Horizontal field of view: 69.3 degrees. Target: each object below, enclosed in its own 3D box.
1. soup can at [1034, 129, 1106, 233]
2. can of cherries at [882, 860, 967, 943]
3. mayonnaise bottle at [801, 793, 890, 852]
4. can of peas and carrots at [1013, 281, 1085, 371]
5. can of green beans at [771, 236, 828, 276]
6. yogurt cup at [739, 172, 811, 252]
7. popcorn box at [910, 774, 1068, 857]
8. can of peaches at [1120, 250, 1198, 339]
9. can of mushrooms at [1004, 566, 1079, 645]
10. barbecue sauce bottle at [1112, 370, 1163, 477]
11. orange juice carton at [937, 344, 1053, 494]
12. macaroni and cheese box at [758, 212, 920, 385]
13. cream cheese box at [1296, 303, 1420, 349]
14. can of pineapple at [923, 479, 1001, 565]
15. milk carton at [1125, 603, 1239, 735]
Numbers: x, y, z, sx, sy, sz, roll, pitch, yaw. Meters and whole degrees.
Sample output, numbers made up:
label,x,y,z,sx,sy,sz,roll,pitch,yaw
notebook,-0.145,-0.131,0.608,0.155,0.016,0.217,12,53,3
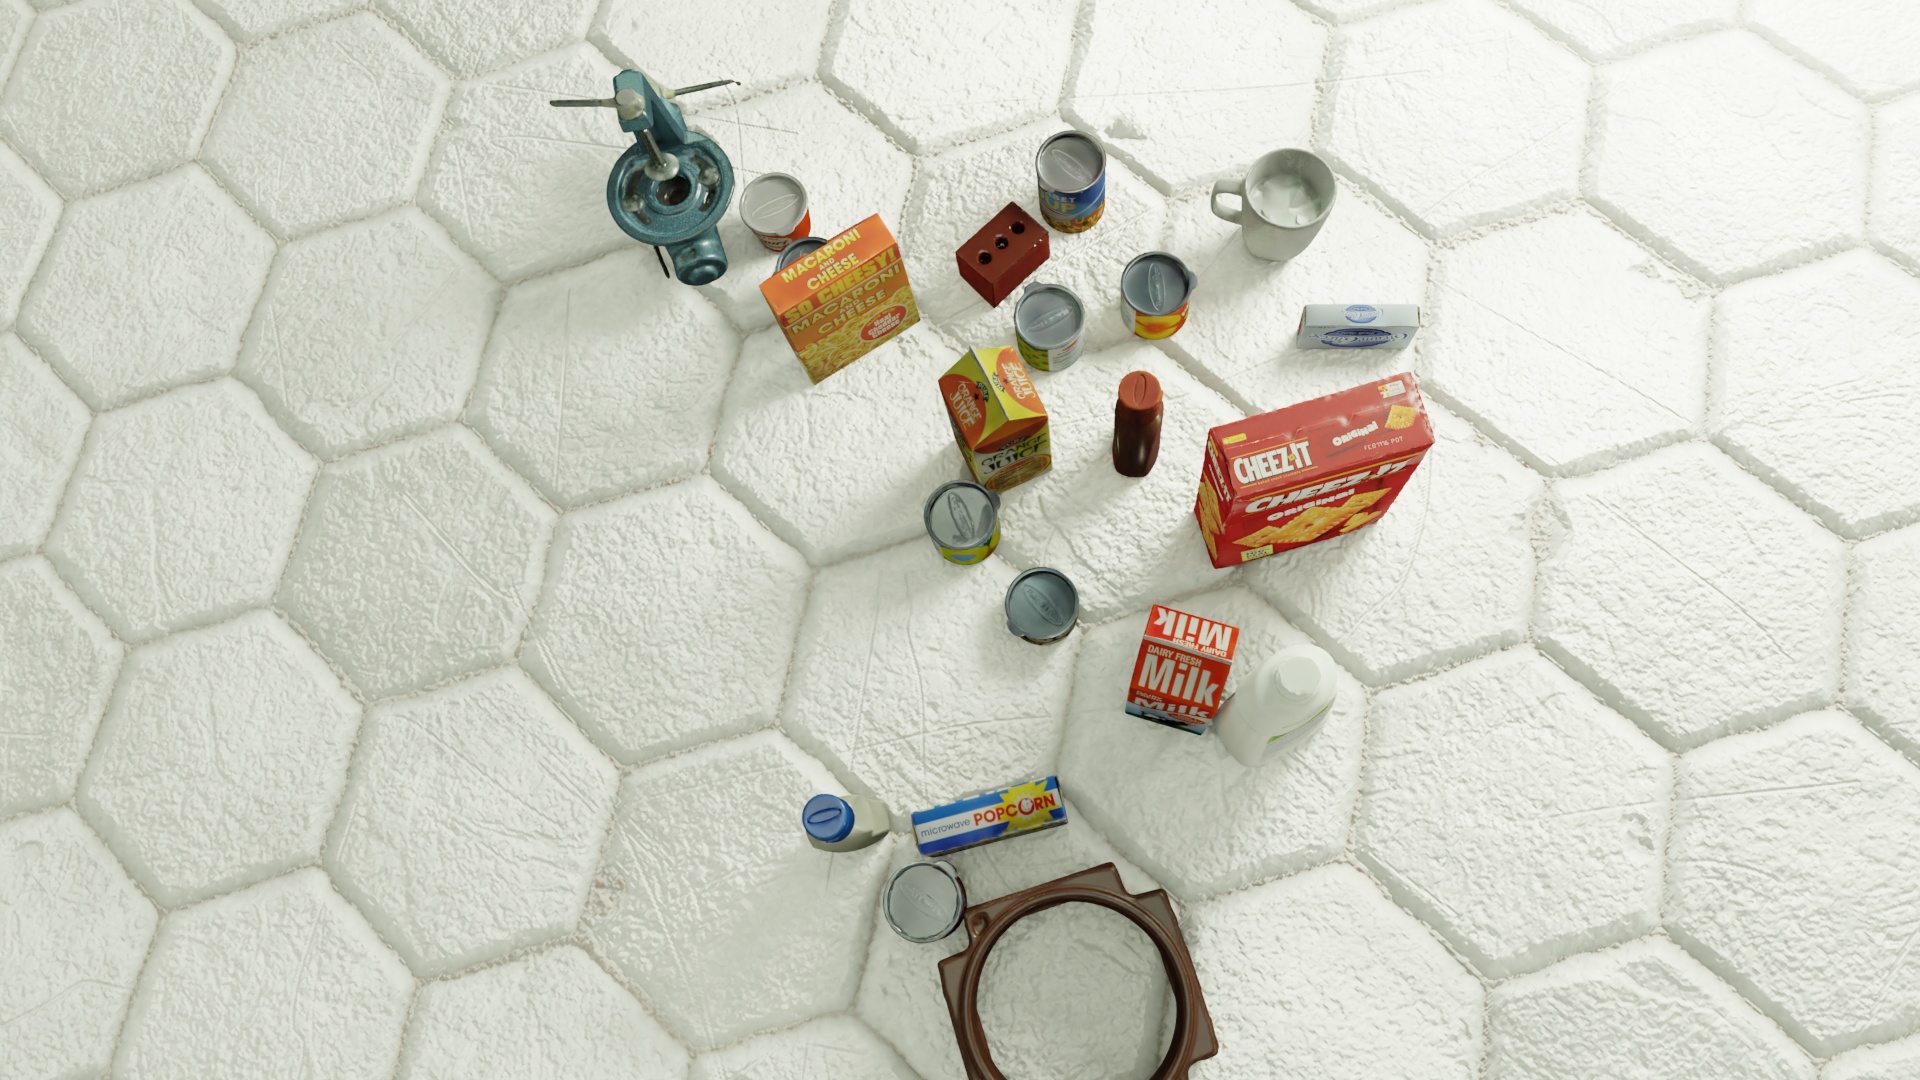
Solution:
label,x,y,z,sx,sy,sz,roll,pitch,yaw
soup can,0.104,-0.340,1.329,0.071,0.083,0.071,-1,74,5
can of cherries,-0.027,0.303,1.172,0.071,0.058,0.071,-1,74,5
mayonnaise bottle,-0.099,0.234,1.152,0.065,0.147,0.041,-18,74,1
can of peas and carrots,0.083,-0.201,1.305,0.071,0.058,0.071,-1,74,5
can of green beans,-0.140,-0.251,1.341,0.071,0.057,0.071,-1,74,5
yogurt cup,-0.179,-0.320,1.366,0.072,0.054,0.072,-1,74,5
popcorn box,0.026,0.234,1.173,0.127,0.085,0.038,-15,74,1
can of peaches,0.185,-0.229,1.304,0.071,0.058,0.071,-1,74,5
can of mushrooms,0.072,0.061,1.245,0.071,0.033,0.071,-1,74,5
barbecue sauce bottle,0.157,-0.106,1.224,0.044,0.148,0.065,8,76,8
orange juice carton,0.032,-0.106,1.213,0.073,0.192,0.072,-25,74,-1
macaroni and cheese box,-0.107,-0.218,1.272,0.124,0.166,0.040,-33,74,-4
cream cheese box,0.365,-0.197,1.280,0.104,0.053,0.024,1,75,6
can of pineapple,0.004,-0.016,1.260,0.071,0.057,0.071,-1,74,5
milk carton,0.181,0.105,1.140,0.072,0.190,0.073,16,77,10
